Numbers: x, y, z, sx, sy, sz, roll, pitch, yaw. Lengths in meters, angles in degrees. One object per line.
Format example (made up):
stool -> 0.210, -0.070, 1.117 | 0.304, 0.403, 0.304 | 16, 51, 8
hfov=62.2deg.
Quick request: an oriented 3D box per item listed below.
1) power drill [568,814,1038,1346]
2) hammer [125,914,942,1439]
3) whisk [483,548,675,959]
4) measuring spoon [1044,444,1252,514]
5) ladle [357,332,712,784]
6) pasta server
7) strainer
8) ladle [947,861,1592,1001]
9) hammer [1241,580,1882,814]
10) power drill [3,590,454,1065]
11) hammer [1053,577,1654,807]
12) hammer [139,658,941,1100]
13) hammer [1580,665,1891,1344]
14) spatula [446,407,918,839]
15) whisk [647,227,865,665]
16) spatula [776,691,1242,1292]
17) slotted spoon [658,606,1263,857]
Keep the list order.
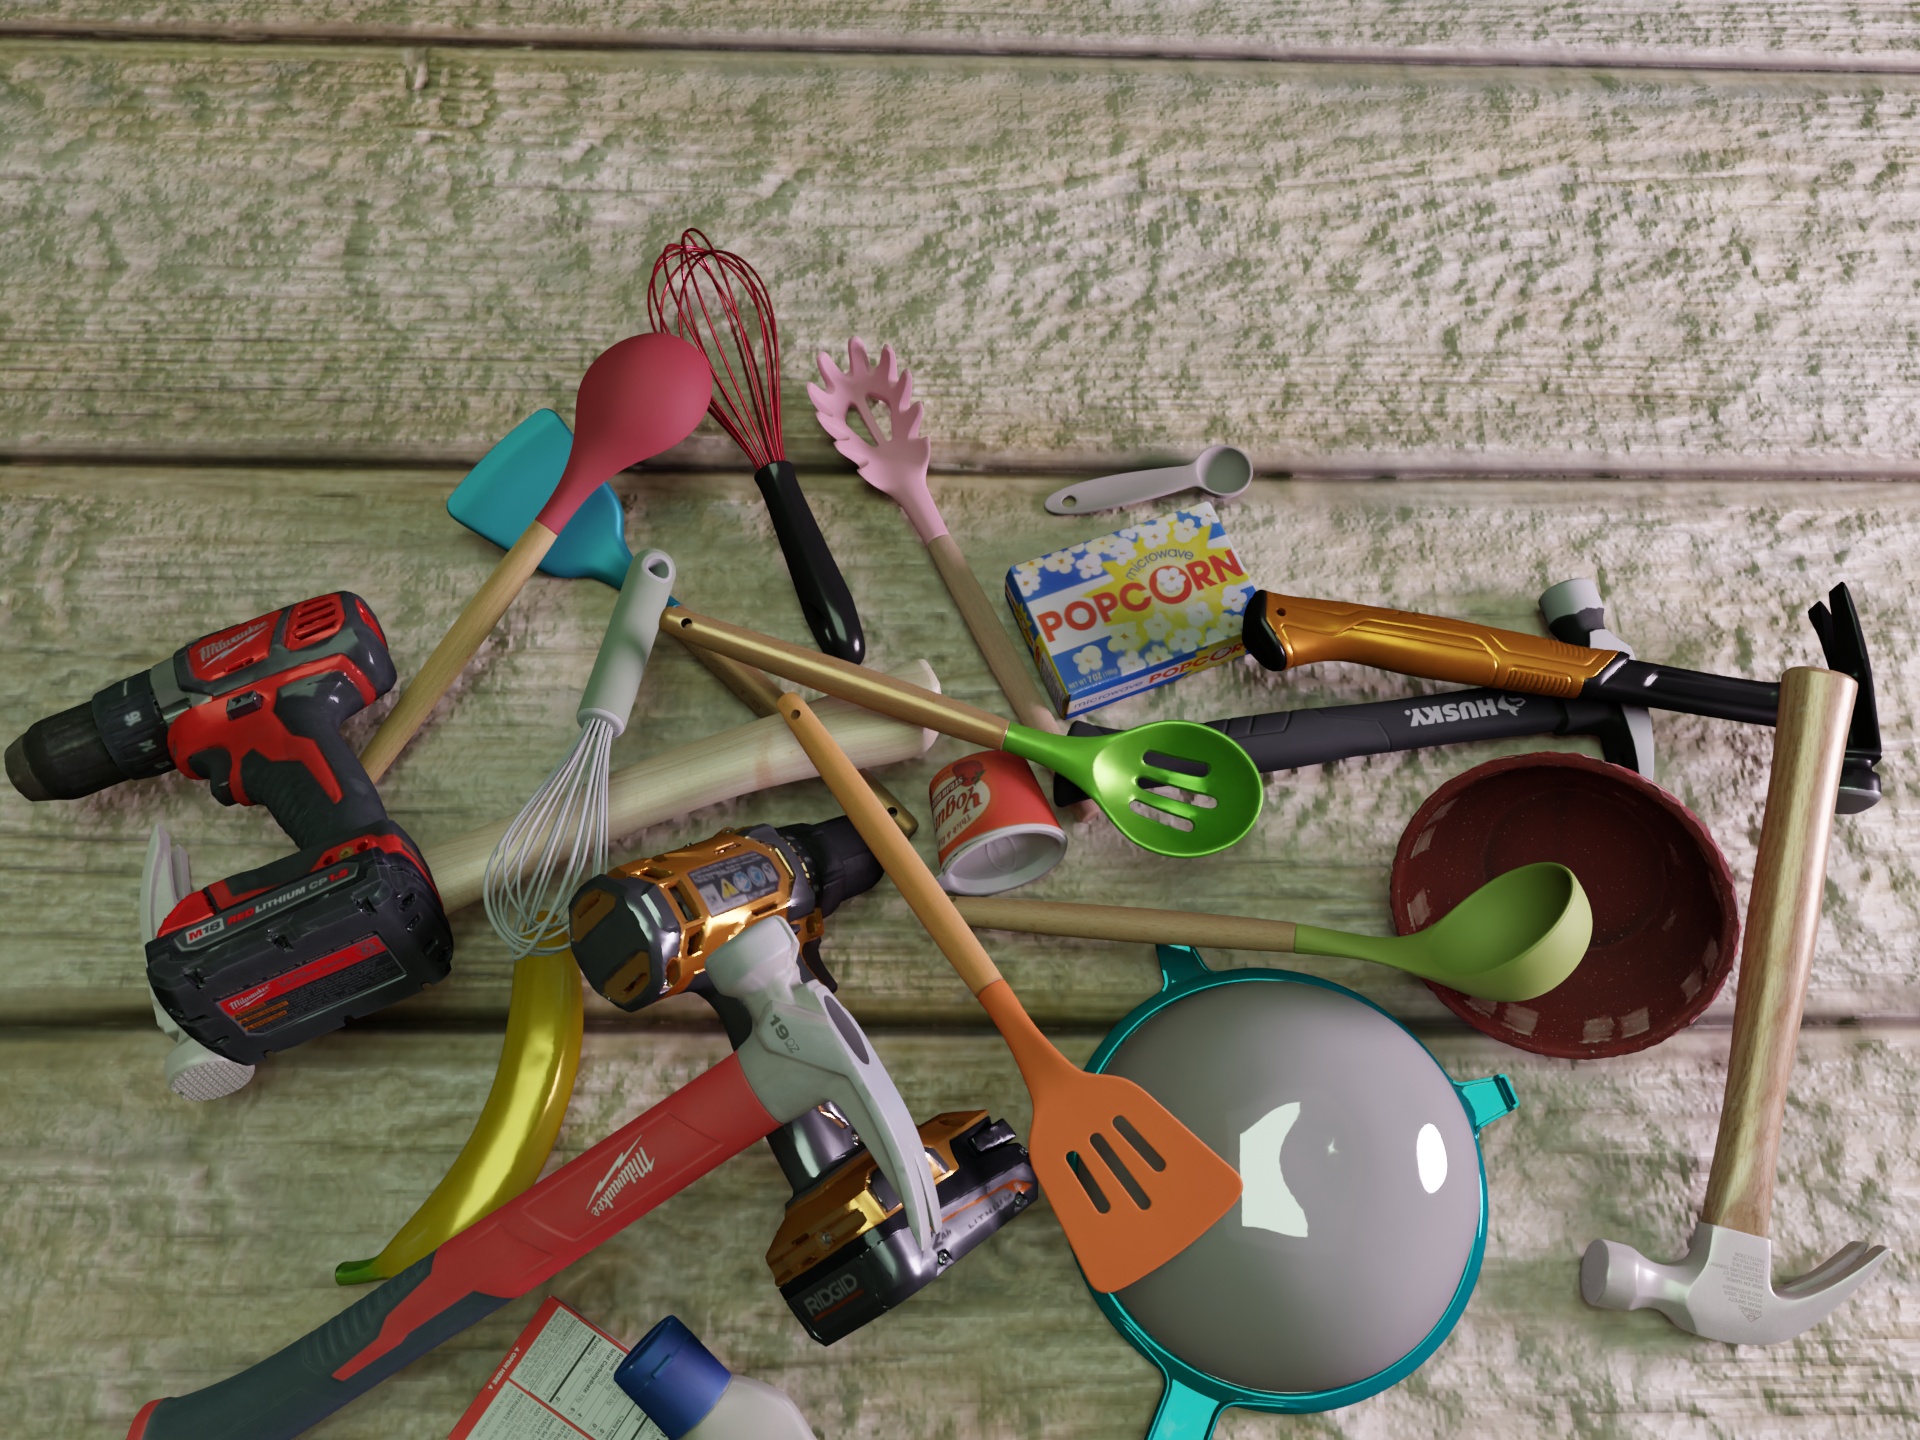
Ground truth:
power drill -> -0.058, 0.148, 0.748 | 0.185, 0.084, 0.226 | -17, 69, -53
hammer -> -0.193, 0.243, 0.665 | 0.386, 0.038, 0.143 | -34, 82, 10
whisk -> -0.181, 0.008, 0.789 | 0.057, 0.059, 0.247 | 28, 50, -23
measuring spoon -> 0.111, -0.136, 0.939 | 0.124, 0.018, 0.034 | -11, 69, 1
ladle -> -0.240, -0.083, 0.858 | 0.069, 0.031, 0.315 | 34, 84, 7
pasta server -> -0.001, -0.082, 0.896 | 0.060, 0.040, 0.316 | -27, 71, -4
strainer -> 0.127, 0.260, 0.717 | 0.211, 0.095, 0.340 | 24, 66, 8
ladle -> 0.136, 0.093, 0.775 | 0.320, 0.062, 0.078 | 3, 25, 14
hammer -> 0.318, -0.035, 0.849 | 0.337, 0.034, 0.127 | 9, 65, -1
power drill -> -0.351, 0.047, 0.759 | 0.188, 0.080, 0.227 | -23, 53, -11
hammer -> 0.212, 0.011, 0.855 | 0.334, 0.035, 0.146 | -8, 66, -9
hammer -> -0.206, 0.048, 0.811 | 0.410, 0.038, 0.146 | -21, 57, -9
hammer -> 0.400, 0.135, 0.780 | 0.130, 0.031, 0.331 | 14, 81, 2
spatula -> -0.143, -0.043, 0.870 | 0.317, 0.044, 0.082 | 41, 81, 13
whisk -> -0.114, -0.160, 0.916 | 0.073, 0.073, 0.296 | -20, 73, -10
spatula -> 0.002, 0.108, 0.743 | 0.081, 0.041, 0.323 | -38, 65, 2
slotted spoon -> -0.001, -0.003, 0.799 | 0.314, 0.031, 0.070 | 19, 79, 0
